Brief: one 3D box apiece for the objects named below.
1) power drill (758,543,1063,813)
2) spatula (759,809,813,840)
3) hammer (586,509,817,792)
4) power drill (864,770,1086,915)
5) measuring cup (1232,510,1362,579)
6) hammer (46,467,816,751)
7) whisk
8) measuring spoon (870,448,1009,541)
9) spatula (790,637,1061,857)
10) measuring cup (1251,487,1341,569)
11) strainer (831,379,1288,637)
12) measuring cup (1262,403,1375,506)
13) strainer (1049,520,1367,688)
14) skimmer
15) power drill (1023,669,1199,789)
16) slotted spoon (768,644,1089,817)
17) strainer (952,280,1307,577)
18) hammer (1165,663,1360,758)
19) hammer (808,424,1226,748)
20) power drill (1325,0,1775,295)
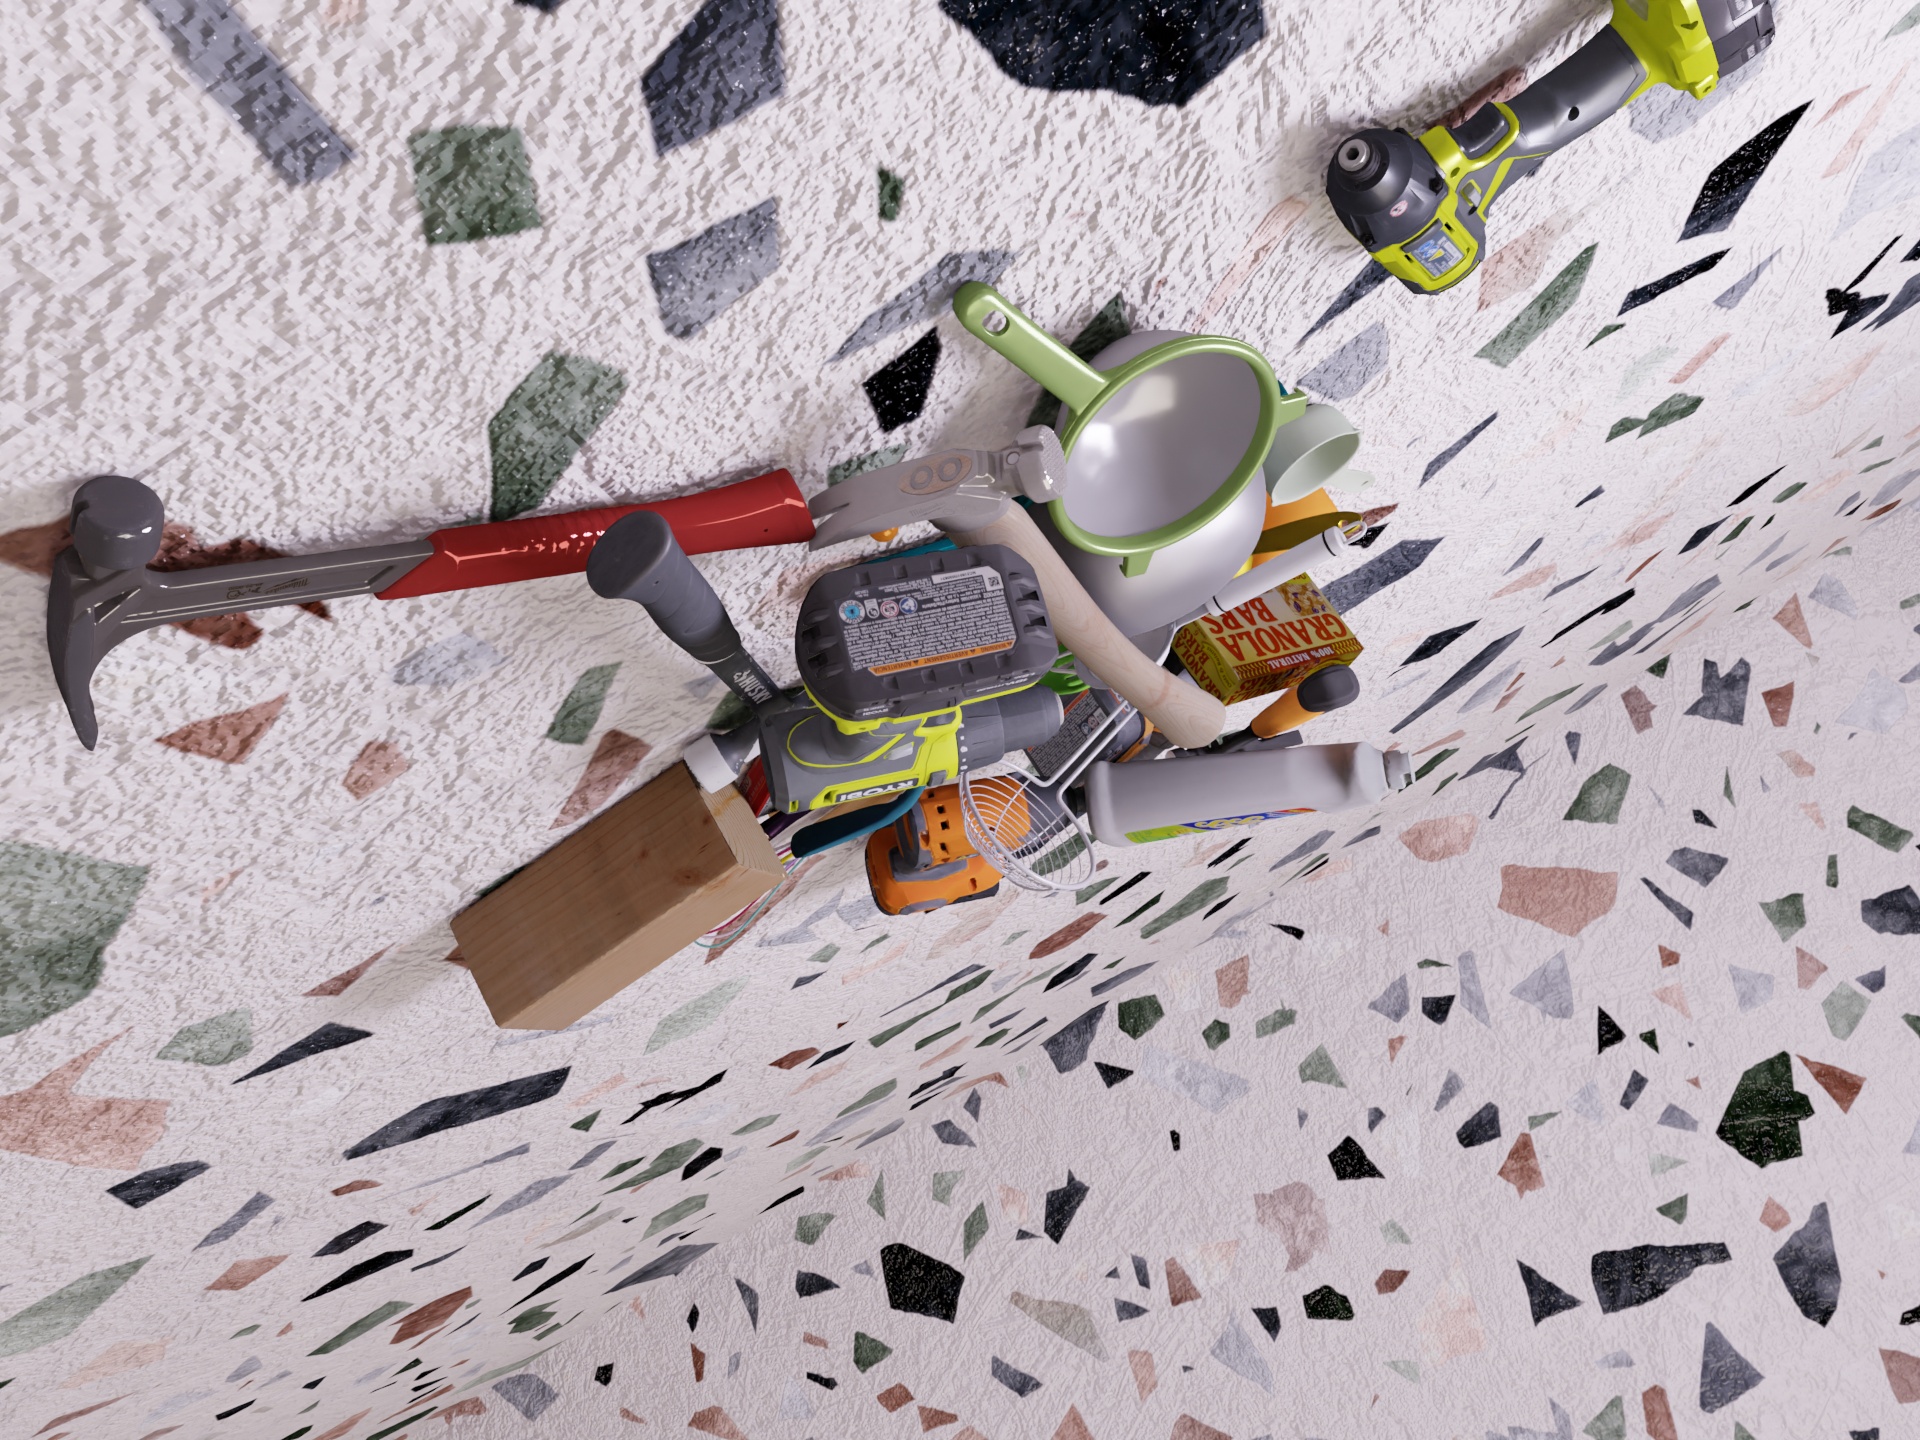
[{"bbox_3d":[-0.017,-0.016,0.924,0.190,0.080,0.228,-11,163,-12],"label":"power drill"},{"bbox_3d":[-0.163,0.096,1.182,0.316,0.018,0.059,-35,168,9],"label":"spatula"},{"bbox_3d":[-0.128,-0.039,0.893,0.149,0.036,0.408,-33,169,-3],"label":"hammer"},{"bbox_3d":[0.010,0.101,1.360,0.164,0.084,0.226,-9,165,-17],"label":"power drill"},{"bbox_3d":[0.226,-0.124,1.148,0.156,0.062,0.029,-10,155,43],"label":"measuring cup"},{"bbox_3d":[-0.226,-0.072,0.747,0.359,0.037,0.149,-14,155,-39],"label":"hammer"},{"bbox_3d":[-0.134,0.109,1.314,0.245,0.051,0.047,-35,155,2],"label":"whisk"},{"bbox_3d":[-0.002,-0.137,0.956,0.117,0.011,0.021,-29,161,-7],"label":"measuring spoon"},{"bbox_3d":[-0.002,-0.004,1.192,0.317,0.044,0.082,-46,-169,1],"label":"spatula"},{"bbox_3d":[0.233,-0.151,1.207,0.095,0.052,0.173,-39,158,20],"label":"measuring cup"},{"bbox_3d":[0.074,-0.099,1.032,0.340,0.095,0.211,-20,158,-29],"label":"strainer"},{"bbox_3d":[0.270,-0.195,1.183,0.083,0.038,0.167,-41,160,26],"label":"measuring cup"},{"bbox_3d":[0.177,-0.079,1.141,0.258,0.087,0.050,-27,130,32],"label":"strainer"},{"bbox_3d":[0.133,-0.008,1.245,0.363,0.127,0.090,-46,178,-25],"label":"skimmer"},{"bbox_3d":[0.152,0.001,1.427,0.226,0.084,0.185,-18,159,-44],"label":"power drill"},{"bbox_3d":[-0.010,0.004,1.239,0.314,0.070,0.031,-26,129,2],"label":"slotted spoon"},{"bbox_3d":[0.072,-0.188,0.889,0.151,0.069,0.256,-45,139,18],"label":"strainer"},{"bbox_3d":[0.263,-0.001,1.301,0.127,0.034,0.337,-18,173,-8],"label":"hammer"},{"bbox_3d":[0.066,-0.057,0.986,0.146,0.038,0.410,-12,156,24],"label":"hammer"},{"bbox_3d":[0.304,-0.331,0.848,0.223,0.080,0.171,-37,160,25],"label":"power drill"}]
